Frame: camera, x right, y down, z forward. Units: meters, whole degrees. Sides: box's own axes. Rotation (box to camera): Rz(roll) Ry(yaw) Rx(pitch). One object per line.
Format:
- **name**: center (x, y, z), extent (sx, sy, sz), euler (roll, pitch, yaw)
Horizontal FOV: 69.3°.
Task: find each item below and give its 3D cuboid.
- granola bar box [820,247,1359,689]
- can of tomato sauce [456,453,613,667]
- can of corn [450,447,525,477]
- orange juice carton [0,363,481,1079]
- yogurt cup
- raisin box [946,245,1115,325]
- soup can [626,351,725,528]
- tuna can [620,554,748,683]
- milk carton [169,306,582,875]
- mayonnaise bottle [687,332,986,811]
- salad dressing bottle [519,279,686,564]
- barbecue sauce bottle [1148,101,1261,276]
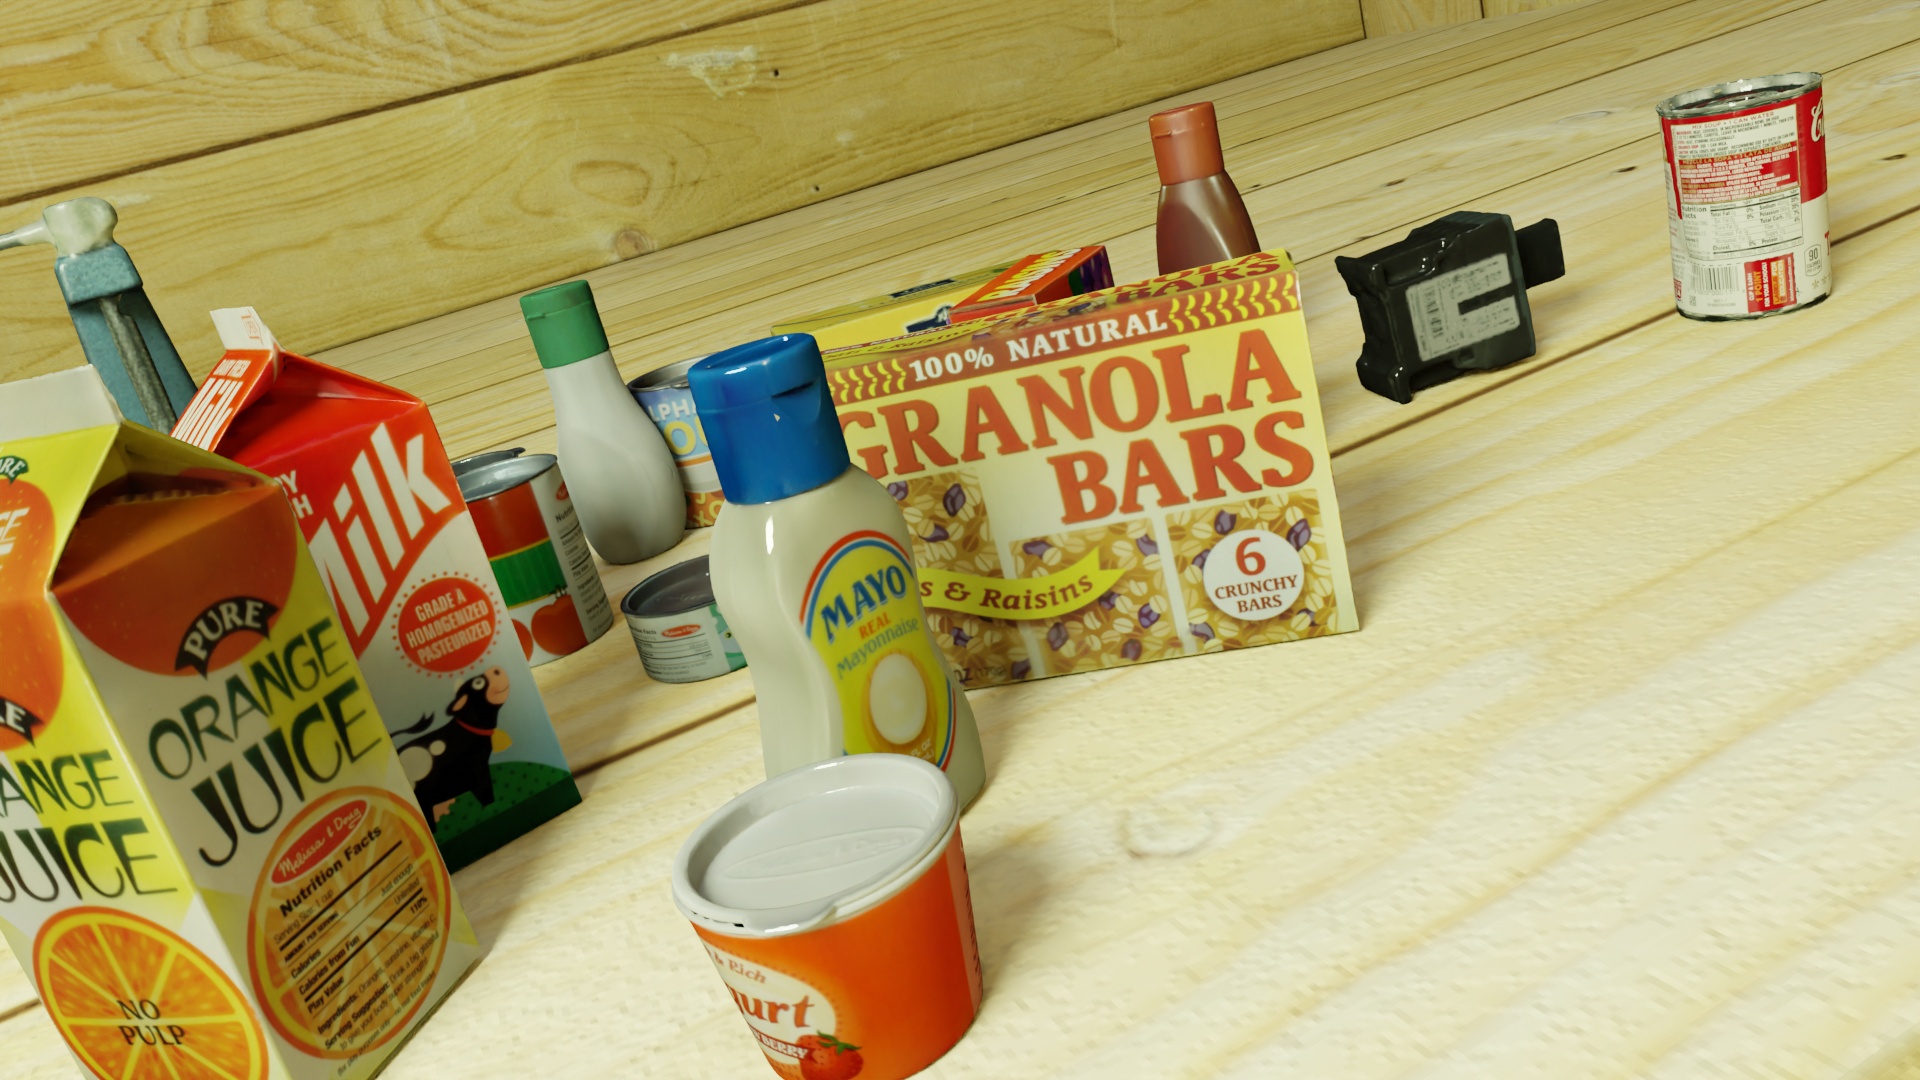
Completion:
- **granola bar box**: center (0.040, -0.019, 0.471), extent (0.165, 0.123, 0.039), euler (-10, 19, 14)
- **can of tomato sauce**: center (-0.207, 0.010, 0.642), extent (0.071, 0.082, 0.071), euler (-14, 19, 5)
- **can of corn**: center (-0.276, -0.015, 0.804), extent (0.071, 0.058, 0.071), euler (-14, 19, 5)
- **orange juice carton**: center (-0.203, 0.051, 0.354), extent (0.072, 0.192, 0.073), euler (-8, 20, 20)
- **yogurt cup**: center (-0.027, 0.089, 0.325), extent (0.072, 0.053, 0.072), euler (-14, 19, 5)
- **raisin box**: center (0.041, -0.046, 0.549), extent (0.040, 0.123, 0.086), euler (-5, 21, 28)
- **soup can**: center (-0.143, -0.056, 0.779), extent (0.071, 0.083, 0.071), euler (-14, 19, 5)
- **tuna can**: center (-0.105, 0.030, 0.585), extent (0.071, 0.032, 0.071), euler (-14, 19, 5)
- **milk carton**: center (-0.201, 0.015, 0.459), extent (0.074, 0.190, 0.072), euler (-28, 22, -33)
- **mayonnaise bottle**: center (-0.038, 0.017, 0.392), extent (0.065, 0.147, 0.041), euler (-30, 23, -37)
- **salad dressing bottle**: center (-0.190, -0.062, 0.734), extent (0.064, 0.147, 0.044), euler (-5, 21, 28)
- **barbecue sauce bottle**: center (0.138, -0.168, 0.782), extent (0.044, 0.148, 0.065), euler (-29, 23, -36)
